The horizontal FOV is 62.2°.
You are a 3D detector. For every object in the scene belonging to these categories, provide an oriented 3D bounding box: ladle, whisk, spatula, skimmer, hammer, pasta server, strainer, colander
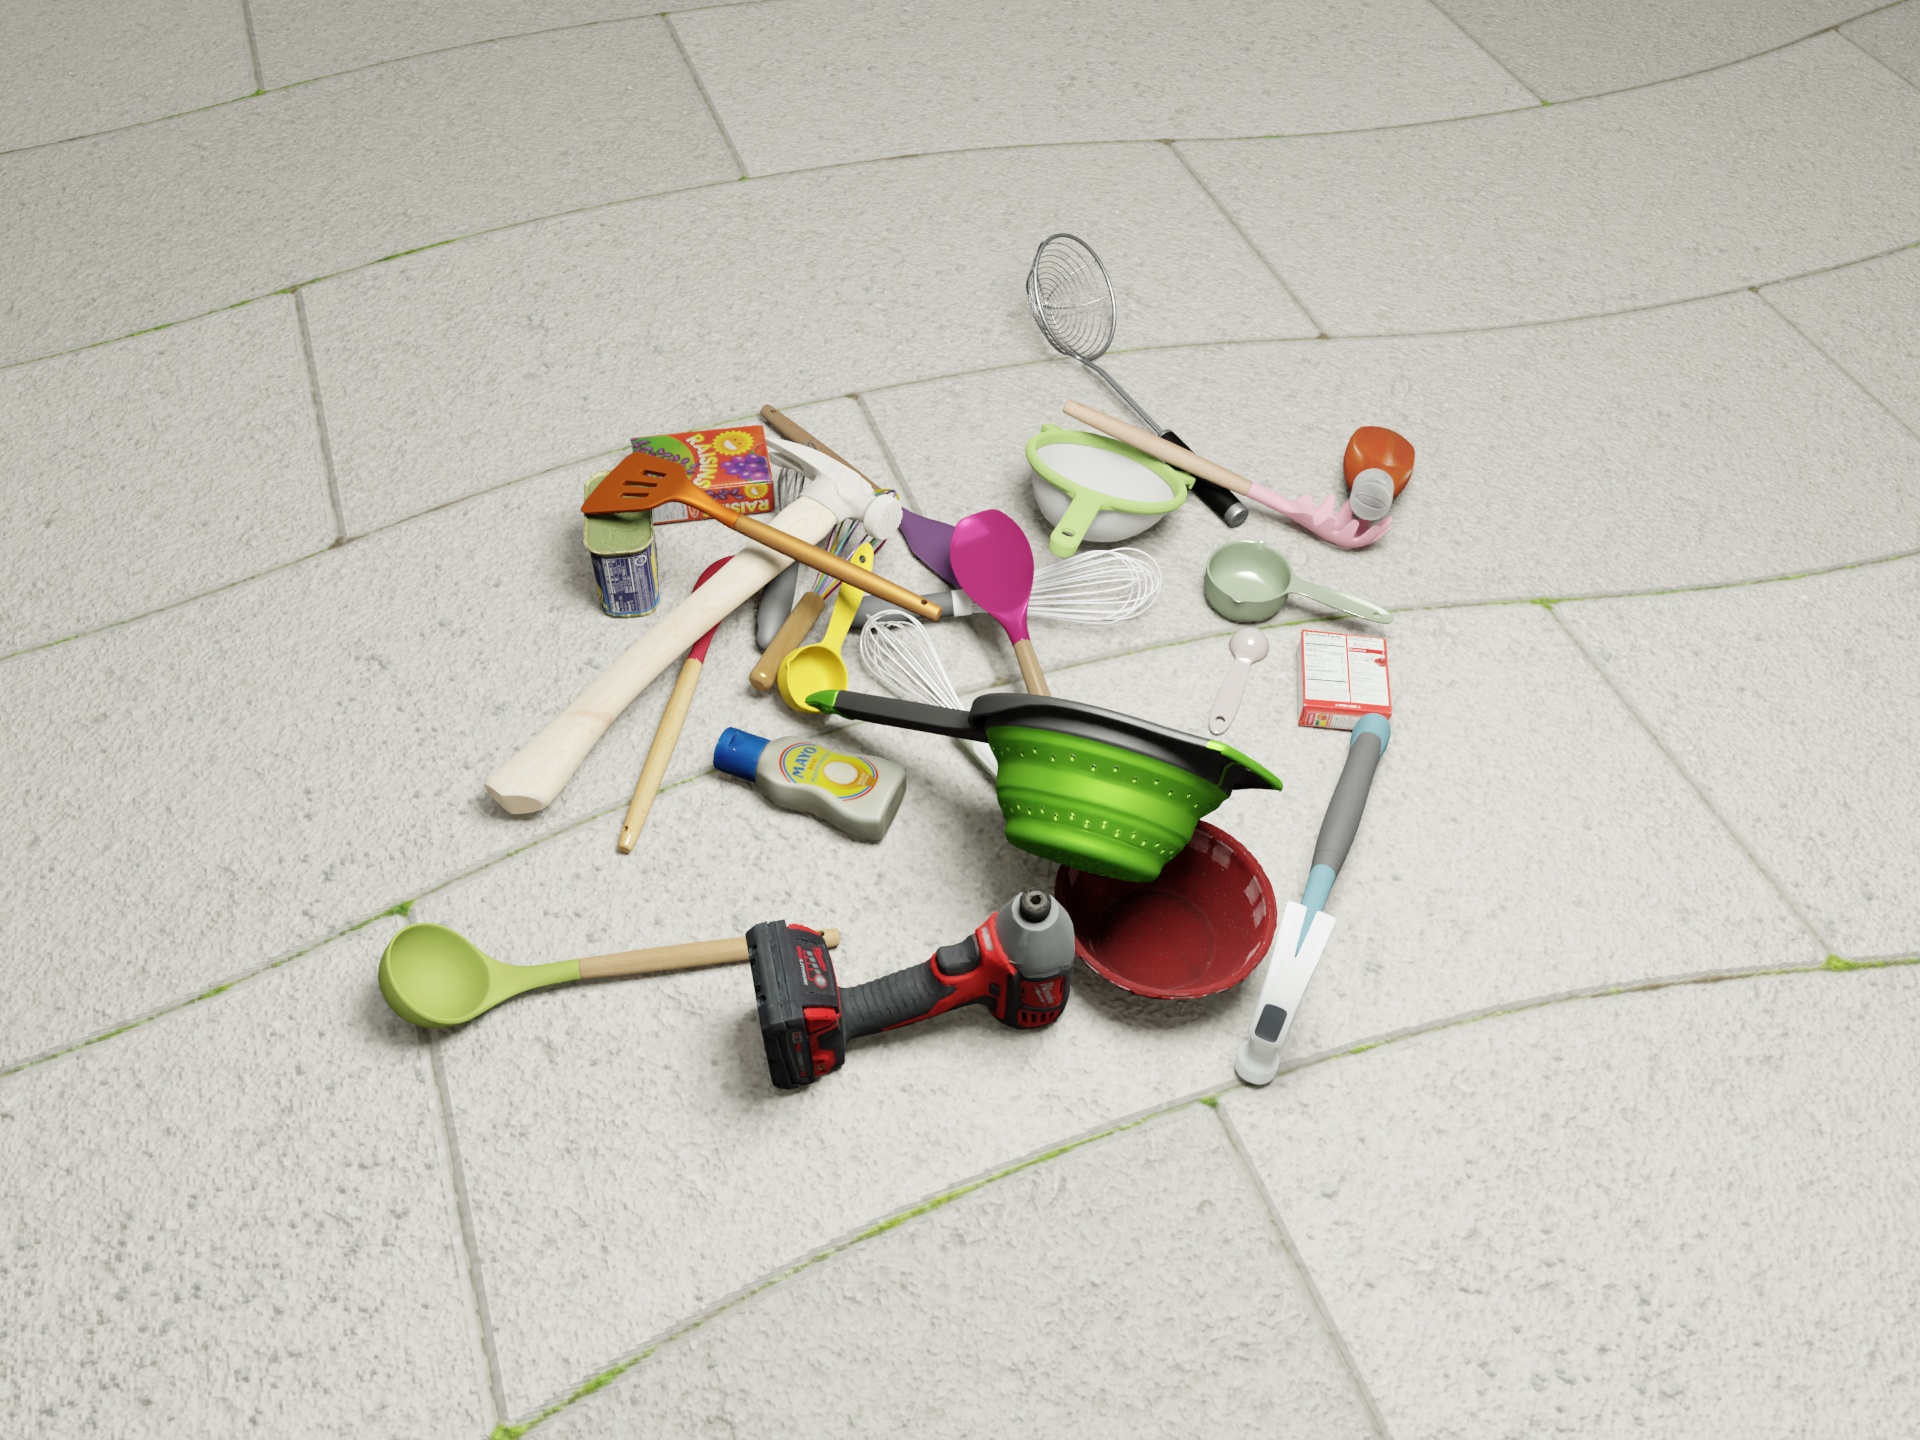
[{"bbox_3d":[-0.226,-0.026,1.303,0.069,0.031,0.316,-9,48,28],"label":"ladle"},{"bbox_3d":[0.033,-0.104,1.372,0.284,0.070,0.070,-7,51,-2],"label":"whisk"},{"bbox_3d":[-0.077,-0.209,1.472,0.316,0.018,0.060,39,58,24],"label":"spatula"},{"bbox_3d":[0.180,-0.335,1.543,0.127,0.090,0.364,1,44,-46],"label":"skimmer"},{"bbox_3d":[-0.160,-0.147,1.305,0.323,0.041,0.081,25,57,11],"label":"spatula"},{"bbox_3d":[0.271,0.109,1.182,0.033,0.128,0.331,20,44,13],"label":"hammer"},{"bbox_3d":[0.242,-0.229,1.452,0.316,0.040,0.060,24,32,-1],"label":"pasta server"},{"bbox_3d":[-0.233,-0.081,1.303,0.146,0.038,0.411,32,63,24],"label":"hammer"},{"bbox_3d":[0.109,-0.177,1.391,0.151,0.069,0.256,21,32,6],"label":"strainer"},{"bbox_3d":[-0.151,-0.157,1.410,0.055,0.055,0.239,7,55,3],"label":"whisk"},{"bbox_3d":[-0.002,-0.004,1.289,0.058,0.059,0.246,-44,65,3],"label":"whisk"},{"bbox_3d":[0.030,0.045,1.157,0.397,0.204,0.094,10,79,37],"label":"colander"},{"bbox_3d":[-0.118,-0.117,1.368,0.047,0.051,0.245,22,56,11],"label":"whisk"},{"bbox_3d":[-0.244,0.167,1.129,0.320,0.062,0.078,-6,51,-11],"label":"ladle"}]

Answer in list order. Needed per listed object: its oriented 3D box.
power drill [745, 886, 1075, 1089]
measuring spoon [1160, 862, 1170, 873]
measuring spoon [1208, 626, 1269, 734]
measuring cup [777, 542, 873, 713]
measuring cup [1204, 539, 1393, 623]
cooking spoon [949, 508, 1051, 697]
[{"bbox_3d":[-0.029,0.173,1.080,0.219,0.143,0.079,-10,54,-8],"label":"power drill"},{"bbox_3d":[0.130,0.067,1.251,0.042,0.021,0.129,-19,53,-18],"label":"measuring spoon"},{"bbox_3d":[0.234,-0.037,1.345,0.034,0.018,0.124,19,53,12],"label":"measuring spoon"},{"bbox_3d":[-0.107,-0.077,1.318,0.062,0.029,0.157,30,68,-29],"label":"measuring cup"},{"bbox_3d":[0.294,-0.105,1.394,0.167,0.038,0.083,20,52,11],"label":"measuring cup"},{"bbox_3d":[0.057,-0.040,1.300,0.069,0.017,0.319,-19,64,2],"label":"cooking spoon"}]
